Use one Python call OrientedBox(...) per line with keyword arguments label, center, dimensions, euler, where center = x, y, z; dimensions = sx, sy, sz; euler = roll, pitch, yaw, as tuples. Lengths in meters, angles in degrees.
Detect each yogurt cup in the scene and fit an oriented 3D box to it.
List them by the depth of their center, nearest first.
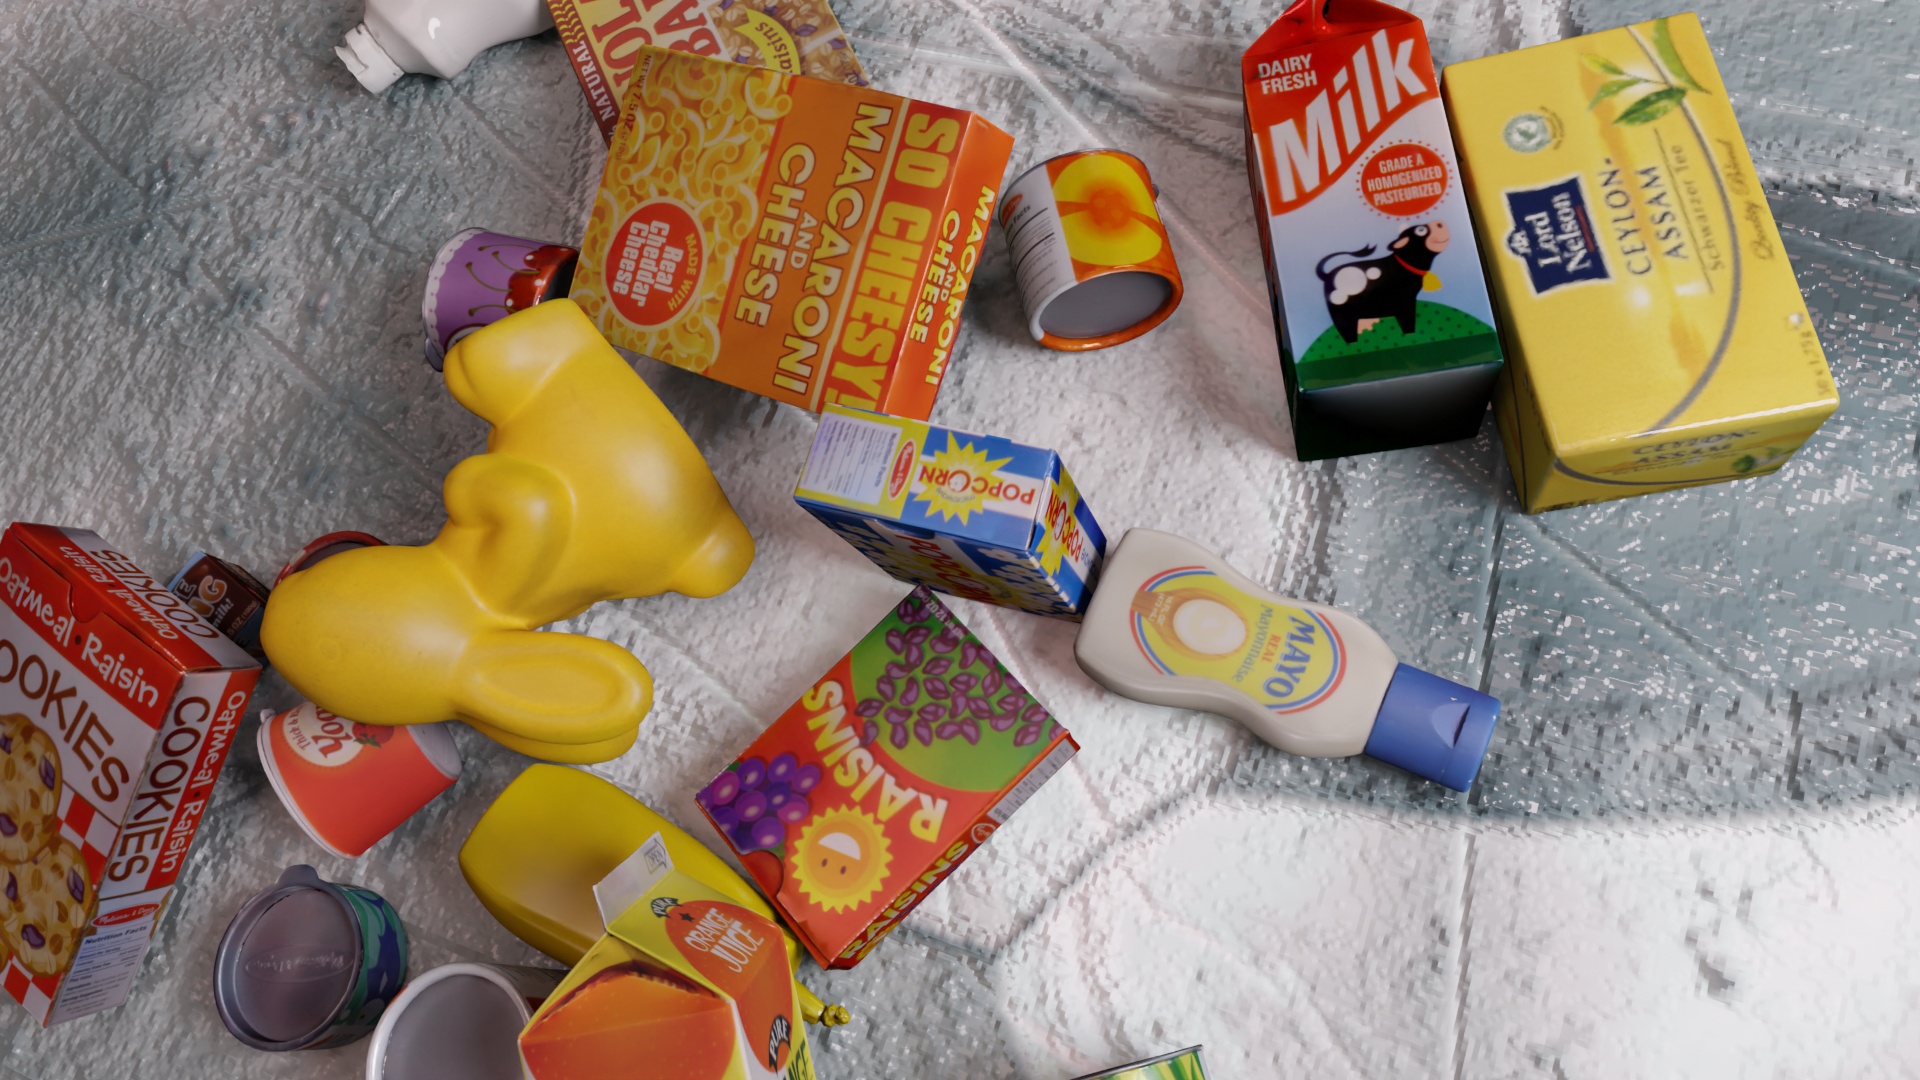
OrientedBox(label="yogurt cup", center=(-0.243, 0.089, 0.570), dimensions=(0.054, 0.072, 0.072), euler=(-31, 67, -8))

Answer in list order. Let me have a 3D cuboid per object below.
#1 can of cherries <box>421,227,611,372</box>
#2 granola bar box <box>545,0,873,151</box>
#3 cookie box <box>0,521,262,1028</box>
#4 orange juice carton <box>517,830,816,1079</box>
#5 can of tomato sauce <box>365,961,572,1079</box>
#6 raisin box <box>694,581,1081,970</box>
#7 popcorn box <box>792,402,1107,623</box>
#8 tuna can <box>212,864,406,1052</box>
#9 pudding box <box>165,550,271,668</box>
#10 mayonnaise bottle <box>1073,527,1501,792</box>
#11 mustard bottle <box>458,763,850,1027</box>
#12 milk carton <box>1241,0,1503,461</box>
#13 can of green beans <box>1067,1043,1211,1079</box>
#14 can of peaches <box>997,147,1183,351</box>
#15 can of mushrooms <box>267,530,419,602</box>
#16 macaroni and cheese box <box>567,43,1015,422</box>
OrientedBox(label="can of cherries", center=(-0.198, -0.101, 0.626), dimensions=(0.058, 0.071, 0.071), euler=(14, 74, 16))
OrientedBox(label="granola bar box", center=(-0.115, -0.222, 0.665), dimensions=(0.124, 0.039, 0.166), euler=(-27, 67, 2))
OrientedBox(label="cookie box", center=(-0.374, 0.094, 0.580), dimensions=(0.123, 0.040, 0.167), euler=(30, 99, 21))
OrientedBox(label="orange juice carton", center=(-0.088, 0.197, 0.456), dimensions=(0.073, 0.072, 0.192), euler=(-12, 90, 5))
OrientedBox(label="can of tomato sauce", center=(-0.163, 0.191, 0.504), dimensions=(0.071, 0.083, 0.071), euler=(-4, 70, 12))
OrientedBox(label="raisin box", center=(-0.028, 0.090, 0.533), dimensions=(0.123, 0.040, 0.086), euler=(-43, 68, -4))
OrientedBox(label="popcorn box", center=(0.002, -0.006, 0.514), dimensions=(0.085, 0.126, 0.038), euler=(13, 79, 17))
OrientedBox(label="tuna can", center=(-0.261, 0.169, 0.561), dimensions=(0.071, 0.032, 0.071), euler=(-4, 70, 11))
OrientedBox(label="pudding box", center=(-0.345, 0.052, 0.623), dimensions=(0.050, 0.030, 0.084), euler=(33, 80, 21))
OrientedBox(label="mayonnaise bottle", center=(0.120, 0.047, 0.514), dimensions=(0.148, 0.041, 0.065), euler=(21, 75, 19))
OrientedBox(label="mustard bottle", center=(-0.111, 0.145, 0.525), dimensions=(0.160, 0.048, 0.065), euler=(27, 59, 16))
OrientedBox(label="milk carton", center=(0.156, -0.135, 0.555), dimensions=(0.073, 0.072, 0.191), euler=(-8, 69, 10))
OrientedBox(label="can of green beans", center=(0.057, 0.205, 0.458), dimensions=(0.071, 0.071, 0.058), euler=(-18, 69, 6))
OrientedBox(label="can of peaches", center=(0.056, -0.119, 0.576), dimensions=(0.071, 0.071, 0.058), euler=(-15, 68, 7))
OrientedBox(label="can of mushrooms", center=(-0.266, 0.029, 0.612), dimensions=(0.071, 0.033, 0.071), euler=(-4, 70, 12))
OrientedBox(label="macaroni and cheese box", center=(-0.072, -0.121, 0.553), dimensions=(0.166, 0.040, 0.123), euler=(20, 96, 28))
